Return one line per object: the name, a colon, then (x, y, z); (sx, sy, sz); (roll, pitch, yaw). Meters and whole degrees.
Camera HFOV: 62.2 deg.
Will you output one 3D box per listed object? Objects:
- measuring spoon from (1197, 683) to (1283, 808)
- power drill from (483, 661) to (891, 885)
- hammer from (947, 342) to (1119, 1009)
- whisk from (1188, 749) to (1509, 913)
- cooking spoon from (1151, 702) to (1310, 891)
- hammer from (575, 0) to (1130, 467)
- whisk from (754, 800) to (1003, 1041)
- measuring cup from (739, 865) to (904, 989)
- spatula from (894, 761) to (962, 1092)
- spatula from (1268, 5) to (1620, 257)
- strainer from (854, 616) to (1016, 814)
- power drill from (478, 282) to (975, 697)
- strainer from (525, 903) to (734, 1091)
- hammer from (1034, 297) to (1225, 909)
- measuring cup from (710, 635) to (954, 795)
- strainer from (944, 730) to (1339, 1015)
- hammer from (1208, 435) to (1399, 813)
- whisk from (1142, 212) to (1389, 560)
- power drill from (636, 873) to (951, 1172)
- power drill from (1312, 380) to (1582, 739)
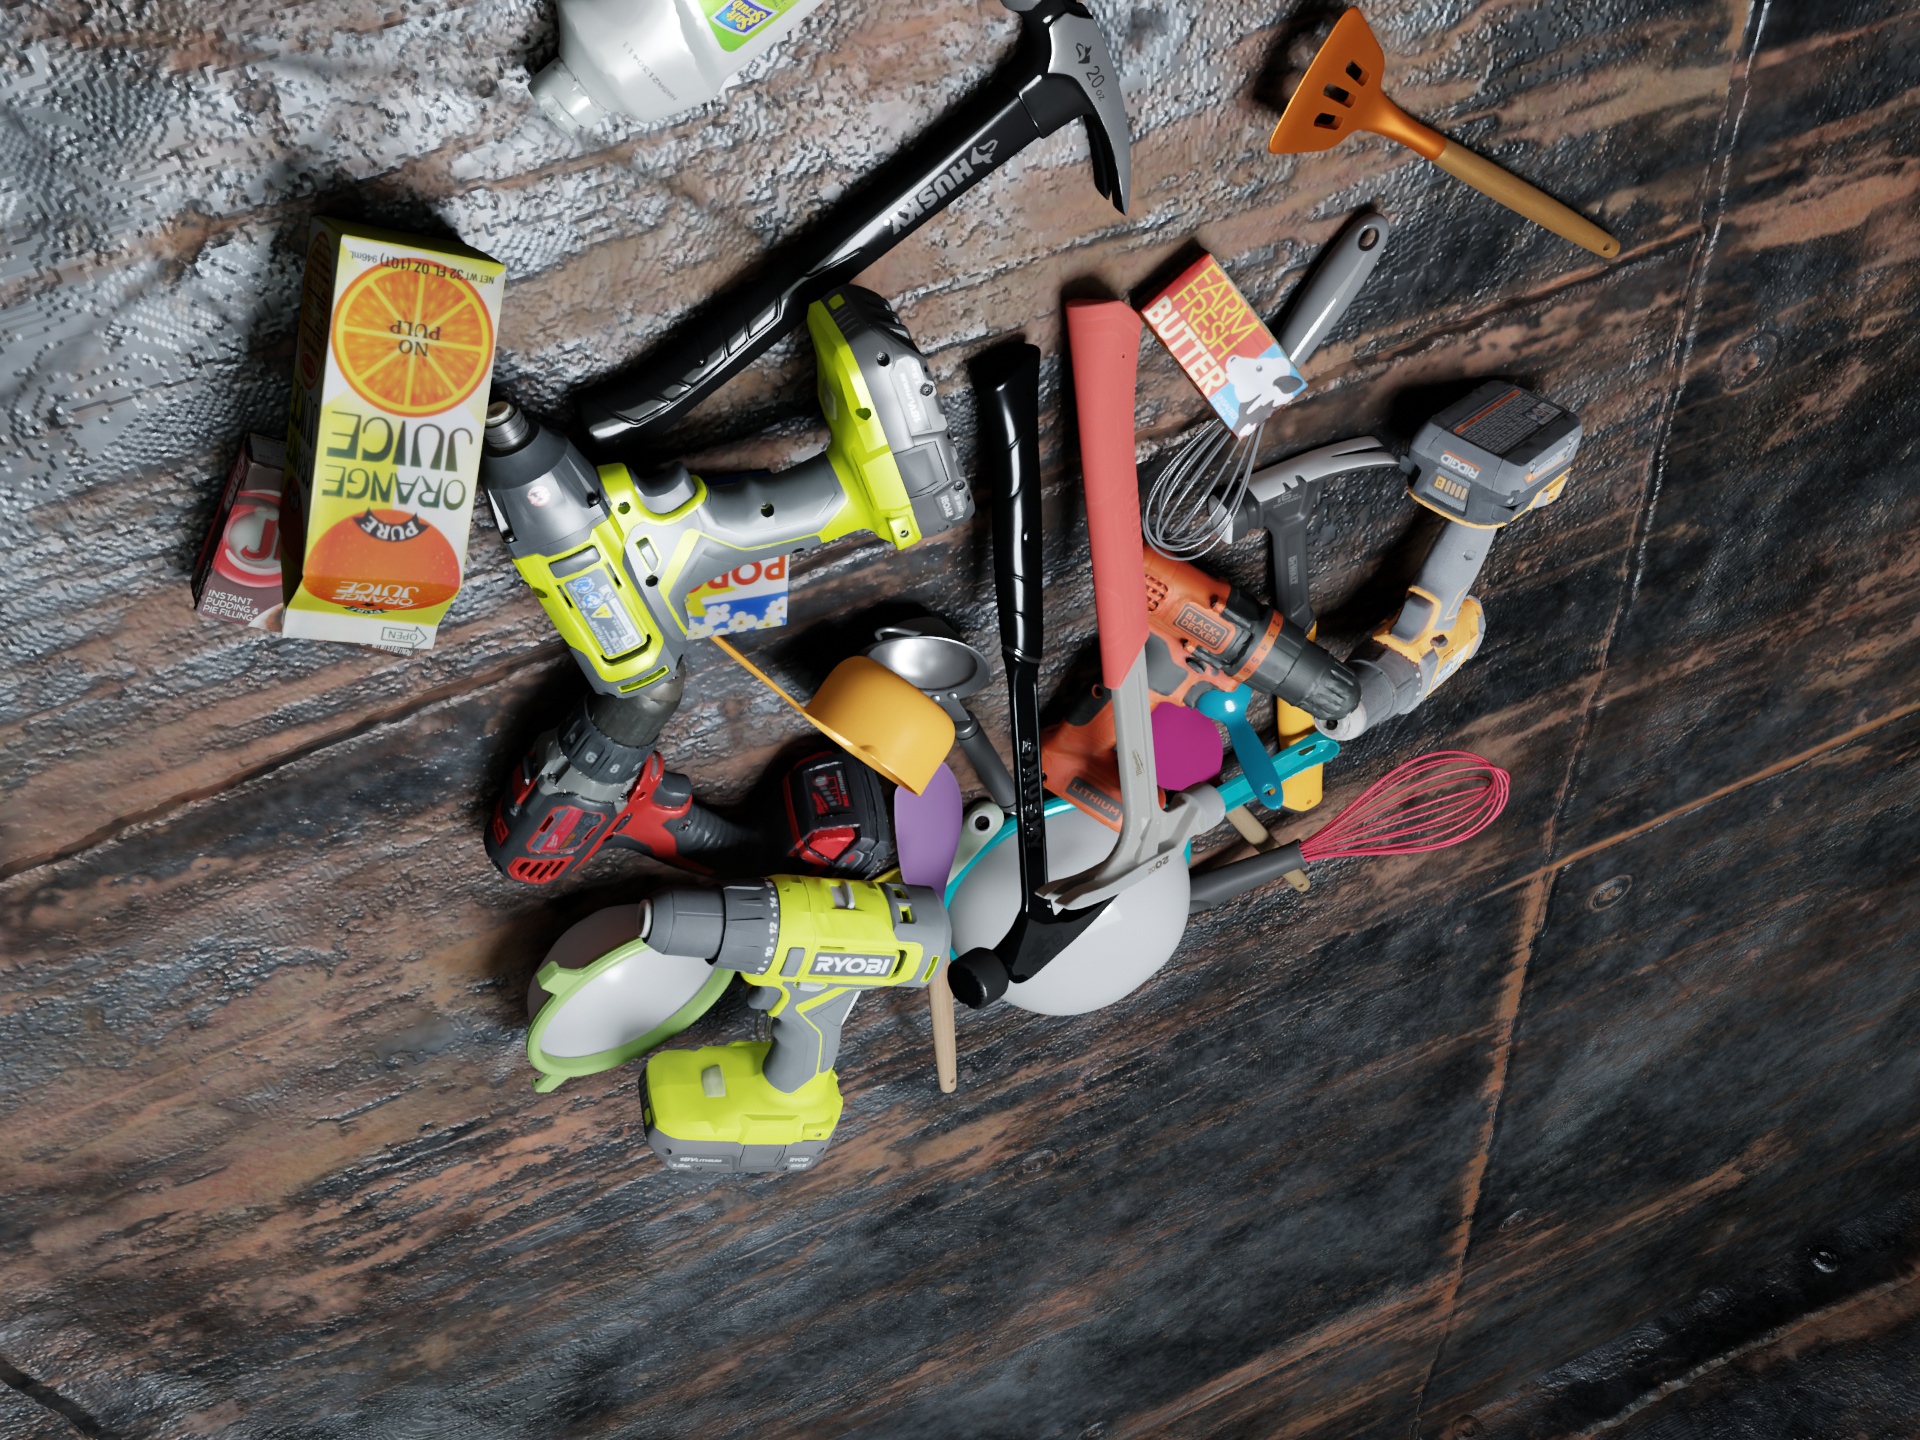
measuring spoon: (0.196, 0.008, 1.108); (0.042, 0.129, 0.021); (-23, 140, 5)
power drill: (-0.153, 0.043, 0.971); (0.226, 0.080, 0.188); (16, 131, -35)
hammer: (0.043, -0.024, 0.977); (0.149, 0.036, 0.408); (-25, 123, -39)
whisk: (0.289, 0.096, 1.256); (0.296, 0.073, 0.073); (-25, 140, 21)
cooking spoon: (0.212, 0.067, 1.253); (0.069, 0.017, 0.318); (-35, 137, 12)
hammer: (-0.060, -0.234, 0.813); (0.335, 0.035, 0.146); (-37, 136, 6)
whisk: (-0.057, 0.151, 1.141); (0.246, 0.058, 0.059); (-47, 175, -1)
measuring cup: (-0.090, 0.153, 1.155); (0.156, 0.029, 0.062); (-33, 137, 5)
spatula: (-0.016, 0.157, 1.137); (0.060, 0.018, 0.315); (-31, 135, -32)
spatula: (0.296, -0.321, 0.926); (0.322, 0.041, 0.081); (10, 123, -36)
strainer: (-0.002, -0.003, 1.050); (0.087, 0.050, 0.258); (-7, 144, 19)
power drill: (-0.119, -0.121, 0.803); (0.223, 0.080, 0.171); (-25, 134, -4)
strainer: (-0.186, 0.148, 1.081); (0.256, 0.069, 0.151); (-22, 149, -31)
hammer: (0.089, -0.068, 0.950); (0.149, 0.037, 0.358); (-25, 118, -34)
measuring cup: (-0.079, -0.025, 0.952); (0.173, 0.095, 0.052); (38, 83, -8)
strainer: (0.145, 0.124, 1.190); (0.340, 0.095, 0.210); (-31, 137, 9)
hammer: (0.250, -0.052, 1.154); (0.127, 0.034, 0.336); (-22, 136, -8)
whisk: (0.188, -0.201, 0.973); (0.055, 0.055, 0.239); (16, 116, -38)
power drill: (-0.130, 0.188, 1.018); (0.190, 0.080, 0.228); (7, 127, -25)
power drill: (0.319, -0.098, 1.078); (0.185, 0.084, 0.226); (-32, 146, -39)
